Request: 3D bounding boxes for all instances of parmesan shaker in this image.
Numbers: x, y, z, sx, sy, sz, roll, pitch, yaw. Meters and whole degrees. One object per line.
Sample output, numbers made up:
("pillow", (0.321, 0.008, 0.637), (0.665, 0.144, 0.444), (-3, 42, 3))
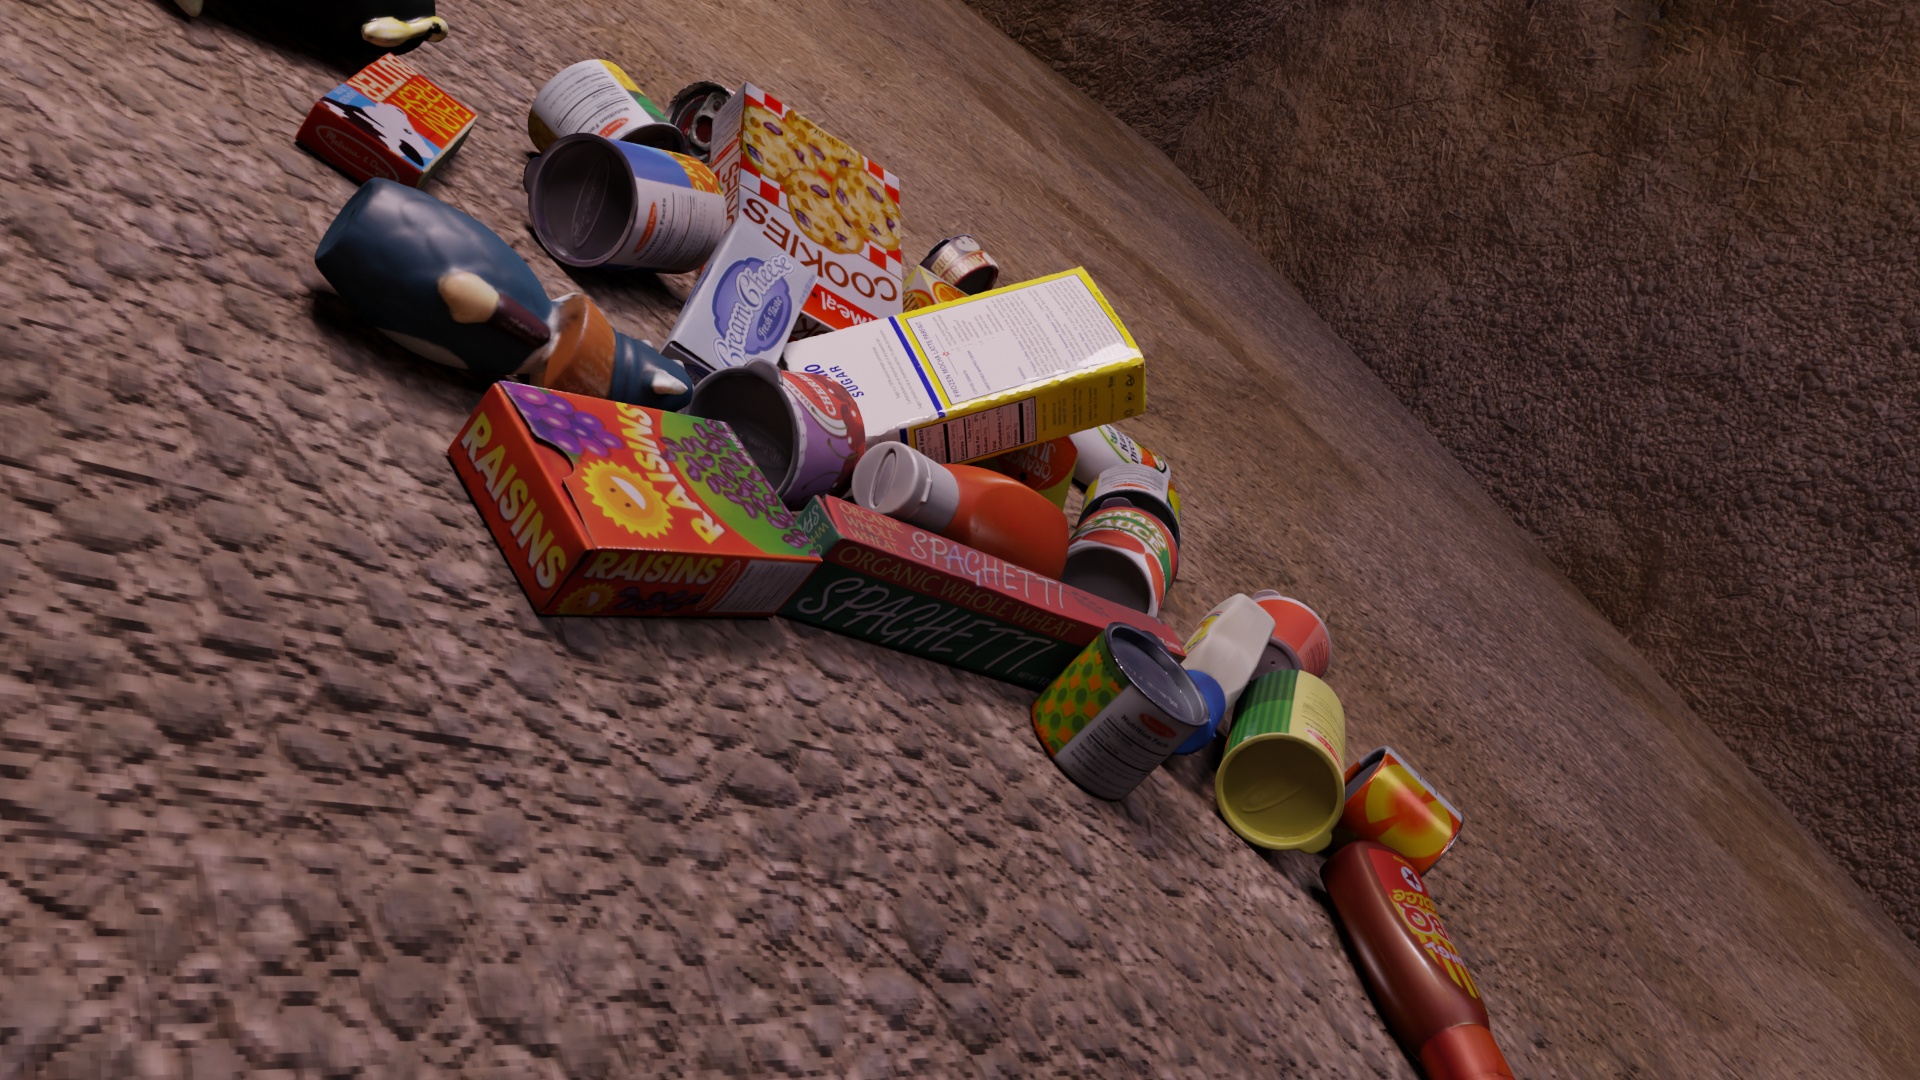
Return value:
("parmesan shaker", (0.181, 0.122, 0.772), (0.071, 0.071, 0.103), (43, 21, 2))

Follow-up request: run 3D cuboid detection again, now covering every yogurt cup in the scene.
("yogurt cup", (0.199, 0.076, 0.893), (0.072, 0.072, 0.054), (45, 29, 7))

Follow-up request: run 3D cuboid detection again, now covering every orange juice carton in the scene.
("orange juice carton", (0.005, -0.074, 0.828), (0.072, 0.072, 0.193), (25, 28, -39))

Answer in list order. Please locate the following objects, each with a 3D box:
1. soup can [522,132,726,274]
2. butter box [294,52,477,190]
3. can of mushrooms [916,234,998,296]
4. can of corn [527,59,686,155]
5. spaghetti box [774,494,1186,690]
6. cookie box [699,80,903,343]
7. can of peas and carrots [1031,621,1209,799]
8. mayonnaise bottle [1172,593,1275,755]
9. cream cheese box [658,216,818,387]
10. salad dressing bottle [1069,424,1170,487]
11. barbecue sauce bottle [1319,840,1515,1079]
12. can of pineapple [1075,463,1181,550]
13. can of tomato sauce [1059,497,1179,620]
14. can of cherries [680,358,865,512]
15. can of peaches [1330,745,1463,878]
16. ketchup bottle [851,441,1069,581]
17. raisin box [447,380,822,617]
("soup can", (-0.174, -0.175, 0.725), (0.071, 0.071, 0.084), (46, 21, 11))
("butter box", (-0.269, -0.196, 0.659), (0.053, 0.024, 0.104), (34, 23, -21))
("can of mushrooms", (-0.006, -0.196, 1.044), (0.033, 0.071, 0.071), (50, 23, 14))
("can of corn", (-0.198, -0.223, 0.778), (0.058, 0.071, 0.071), (48, 22, 15))
("spaghetti box", (0.015, 0.037, 0.669), (0.250, 0.050, 0.029), (21, 30, -42))
("cookie box", (-0.094, -0.181, 0.839), (0.123, 0.040, 0.168), (25, 46, -35))
("can of peas and carrots", (0.077, 0.082, 0.678), (0.071, 0.058, 0.071), (36, 22, -17))
("mayonnaise bottle", (0.141, 0.078, 0.793), (0.041, 0.064, 0.148), (42, 25, 7))
("cream cheese box", (-0.114, -0.116, 0.717), (0.053, 0.024, 0.104), (35, 48, -21))
("salad dressing bottle", (0.085, -0.070, 0.996), (0.147, 0.044, 0.064), (29, 26, -29))
("barbecue sauce bottle", (0.232, 0.223, 0.698), (0.065, 0.043, 0.149), (32, 24, -28))
("can of pineapple", (0.109, -0.009, 0.897), (0.071, 0.070, 0.058), (40, 21, -6))
("can of tomato sauce", (0.087, 0.020, 0.797), (0.071, 0.071, 0.083), (43, 22, 2))
("can of cherries", (-0.083, -0.047, 0.630), (0.071, 0.071, 0.058), (49, 22, 16))
("can of peaches", (0.244, 0.163, 0.803), (0.058, 0.071, 0.071), (45, 22, 6))
("ketchup bottle", (0.002, -0.009, 0.684), (0.043, 0.065, 0.148), (12, -9, 33))
("raisin box", (-0.124, -0.013, 0.542), (0.123, 0.040, 0.086), (6, 43, -55))
